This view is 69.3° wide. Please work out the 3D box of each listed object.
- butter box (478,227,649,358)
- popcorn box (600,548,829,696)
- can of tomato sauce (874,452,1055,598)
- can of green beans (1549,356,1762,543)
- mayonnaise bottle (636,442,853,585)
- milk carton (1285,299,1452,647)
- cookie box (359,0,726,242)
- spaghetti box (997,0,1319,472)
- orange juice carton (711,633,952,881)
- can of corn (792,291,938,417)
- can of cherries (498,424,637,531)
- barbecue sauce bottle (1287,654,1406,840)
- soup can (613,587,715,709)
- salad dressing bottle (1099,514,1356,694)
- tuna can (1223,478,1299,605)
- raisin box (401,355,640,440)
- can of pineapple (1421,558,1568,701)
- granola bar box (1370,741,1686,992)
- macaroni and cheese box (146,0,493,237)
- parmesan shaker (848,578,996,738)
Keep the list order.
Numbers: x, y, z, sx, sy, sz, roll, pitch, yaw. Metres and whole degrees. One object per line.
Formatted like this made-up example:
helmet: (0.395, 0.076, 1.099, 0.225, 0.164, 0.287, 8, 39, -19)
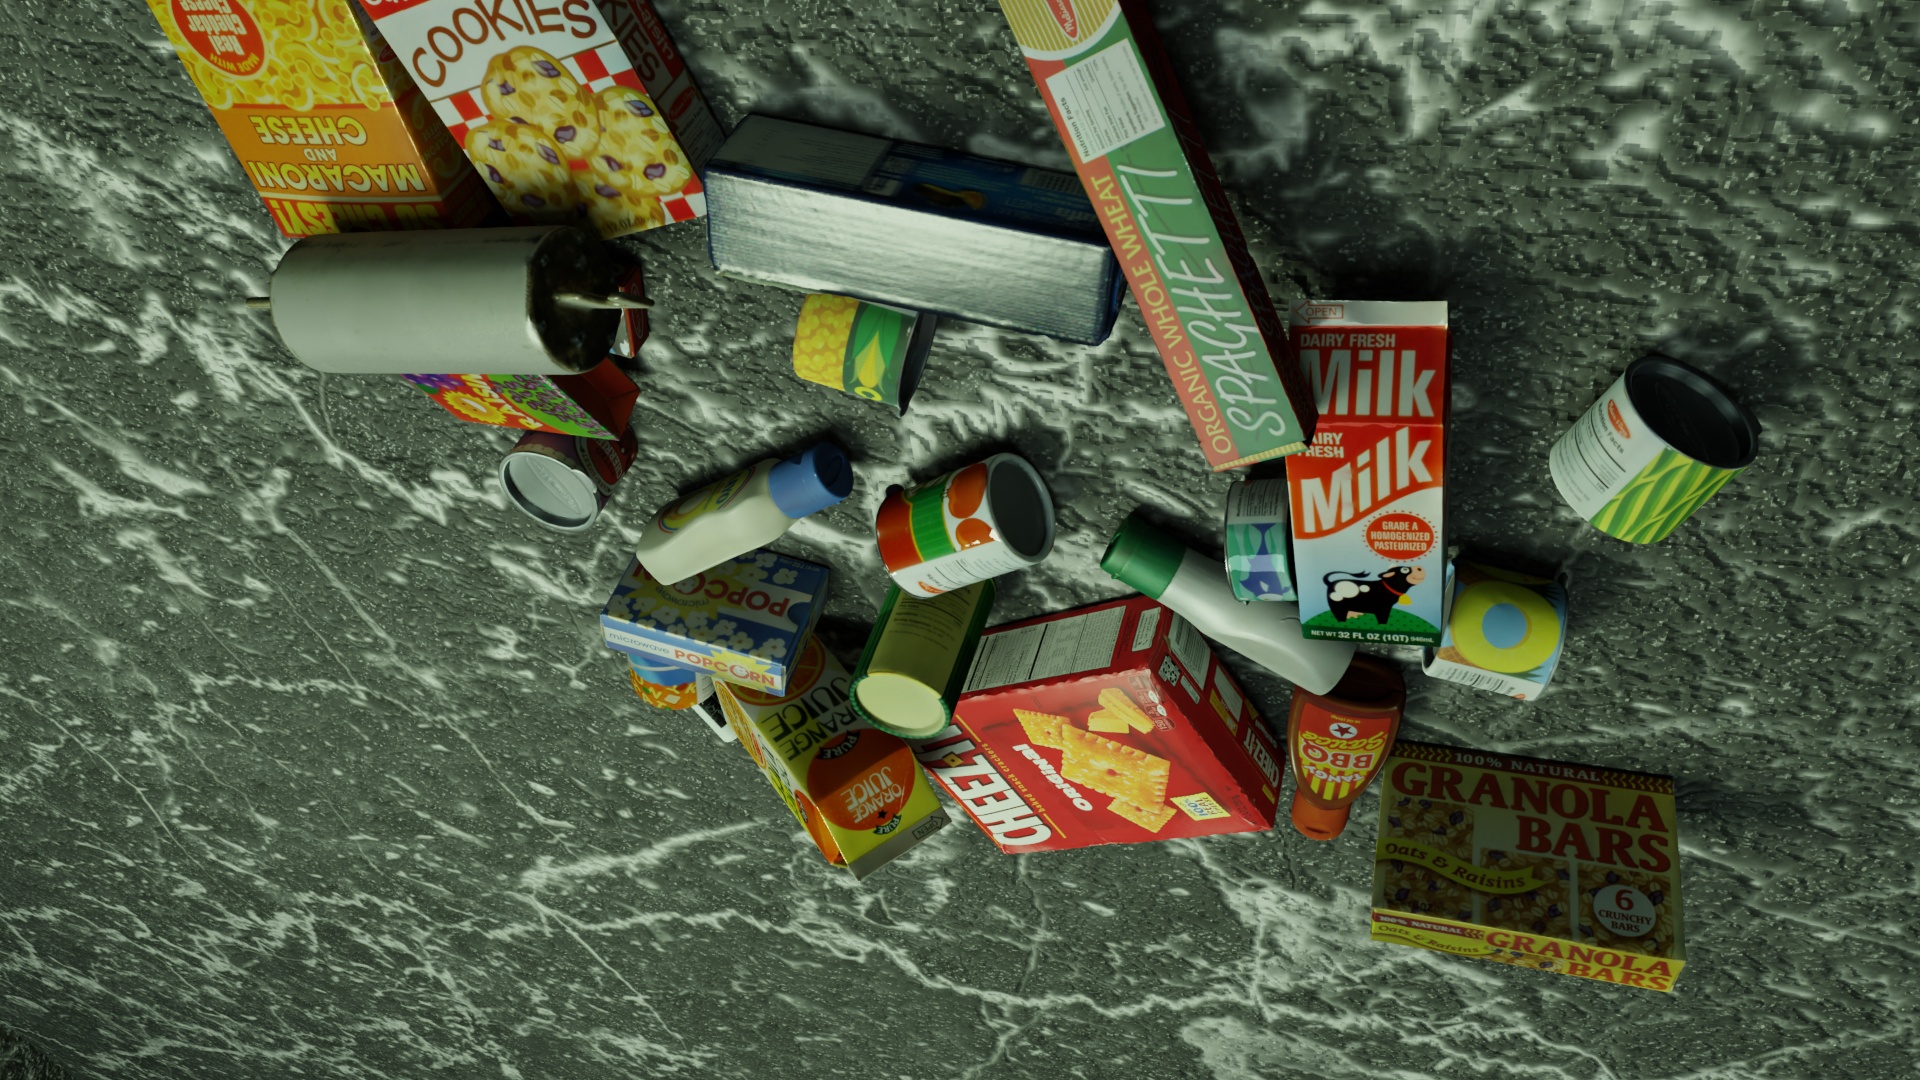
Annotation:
butter box: (-0.232, -0.141, 0.790, 0.103, 0.024, 0.052, 15, 139, 8)
popcorn box: (-0.159, 0.044, 0.908, 0.127, 0.085, 0.038, 15, 139, 7)
can of tomato sauce: (0.003, -0.010, 0.801, 0.083, 0.071, 0.071, -19, 125, 36)
can of green beans: (0.316, -0.041, 0.636, 0.071, 0.071, 0.057, 23, 139, -2)
mayonnaise bottle: (-0.131, -0.019, 0.851, 0.147, 0.065, 0.041, -21, 120, 33)
milk carton: (0.201, -0.039, 0.680, 0.072, 0.074, 0.189, 3, 135, 21)
cookie box: (-0.200, -0.227, 0.675, 0.123, 0.040, 0.166, -6, 133, 28)
spaghetti box: (0.084, -0.147, 0.595, 0.050, 0.029, 0.249, -16, 109, 36)
orange juice carton: (-0.087, 0.139, 0.912, 0.193, 0.072, 0.072, 44, 154, 38)
can of corn: (-0.049, -0.105, 0.718, 0.058, 0.071, 0.070, 18, 138, 6)
can of cherries: (-0.242, -0.049, 0.867, 0.071, 0.059, 0.071, 12, 137, 12)
barbecue sauce bottle: (0.235, 0.133, 0.870, 0.065, 0.044, 0.147, 10, 138, 13)
soup can: (-0.202, 0.067, 0.966, 0.071, 0.072, 0.083, 16, 138, 7)
salad dressing bottle: (0.153, 0.035, 0.797, 0.148, 0.044, 0.064, 29, 173, -1)
tuna can: (0.164, 0.002, 0.743, 0.033, 0.071, 0.070, -2, 133, 24)
raisin box: (-0.263, -0.100, 0.809, 0.123, 0.040, 0.086, 8, 160, 23)
can of pineapple: (0.285, 0.045, 0.742, 0.058, 0.071, 0.070, 14, 138, 9)
granola bar box: (0.334, 0.190, 0.827, 0.165, 0.125, 0.038, 6, 137, 17)
macaroni and cheese box: (-0.334, -0.235, 0.723, 0.124, 0.040, 0.165, 5, 136, 18)
parmesan shaker: (-0.026, 0.062, 0.859, 0.071, 0.103, 0.071, 12, 138, 11)
